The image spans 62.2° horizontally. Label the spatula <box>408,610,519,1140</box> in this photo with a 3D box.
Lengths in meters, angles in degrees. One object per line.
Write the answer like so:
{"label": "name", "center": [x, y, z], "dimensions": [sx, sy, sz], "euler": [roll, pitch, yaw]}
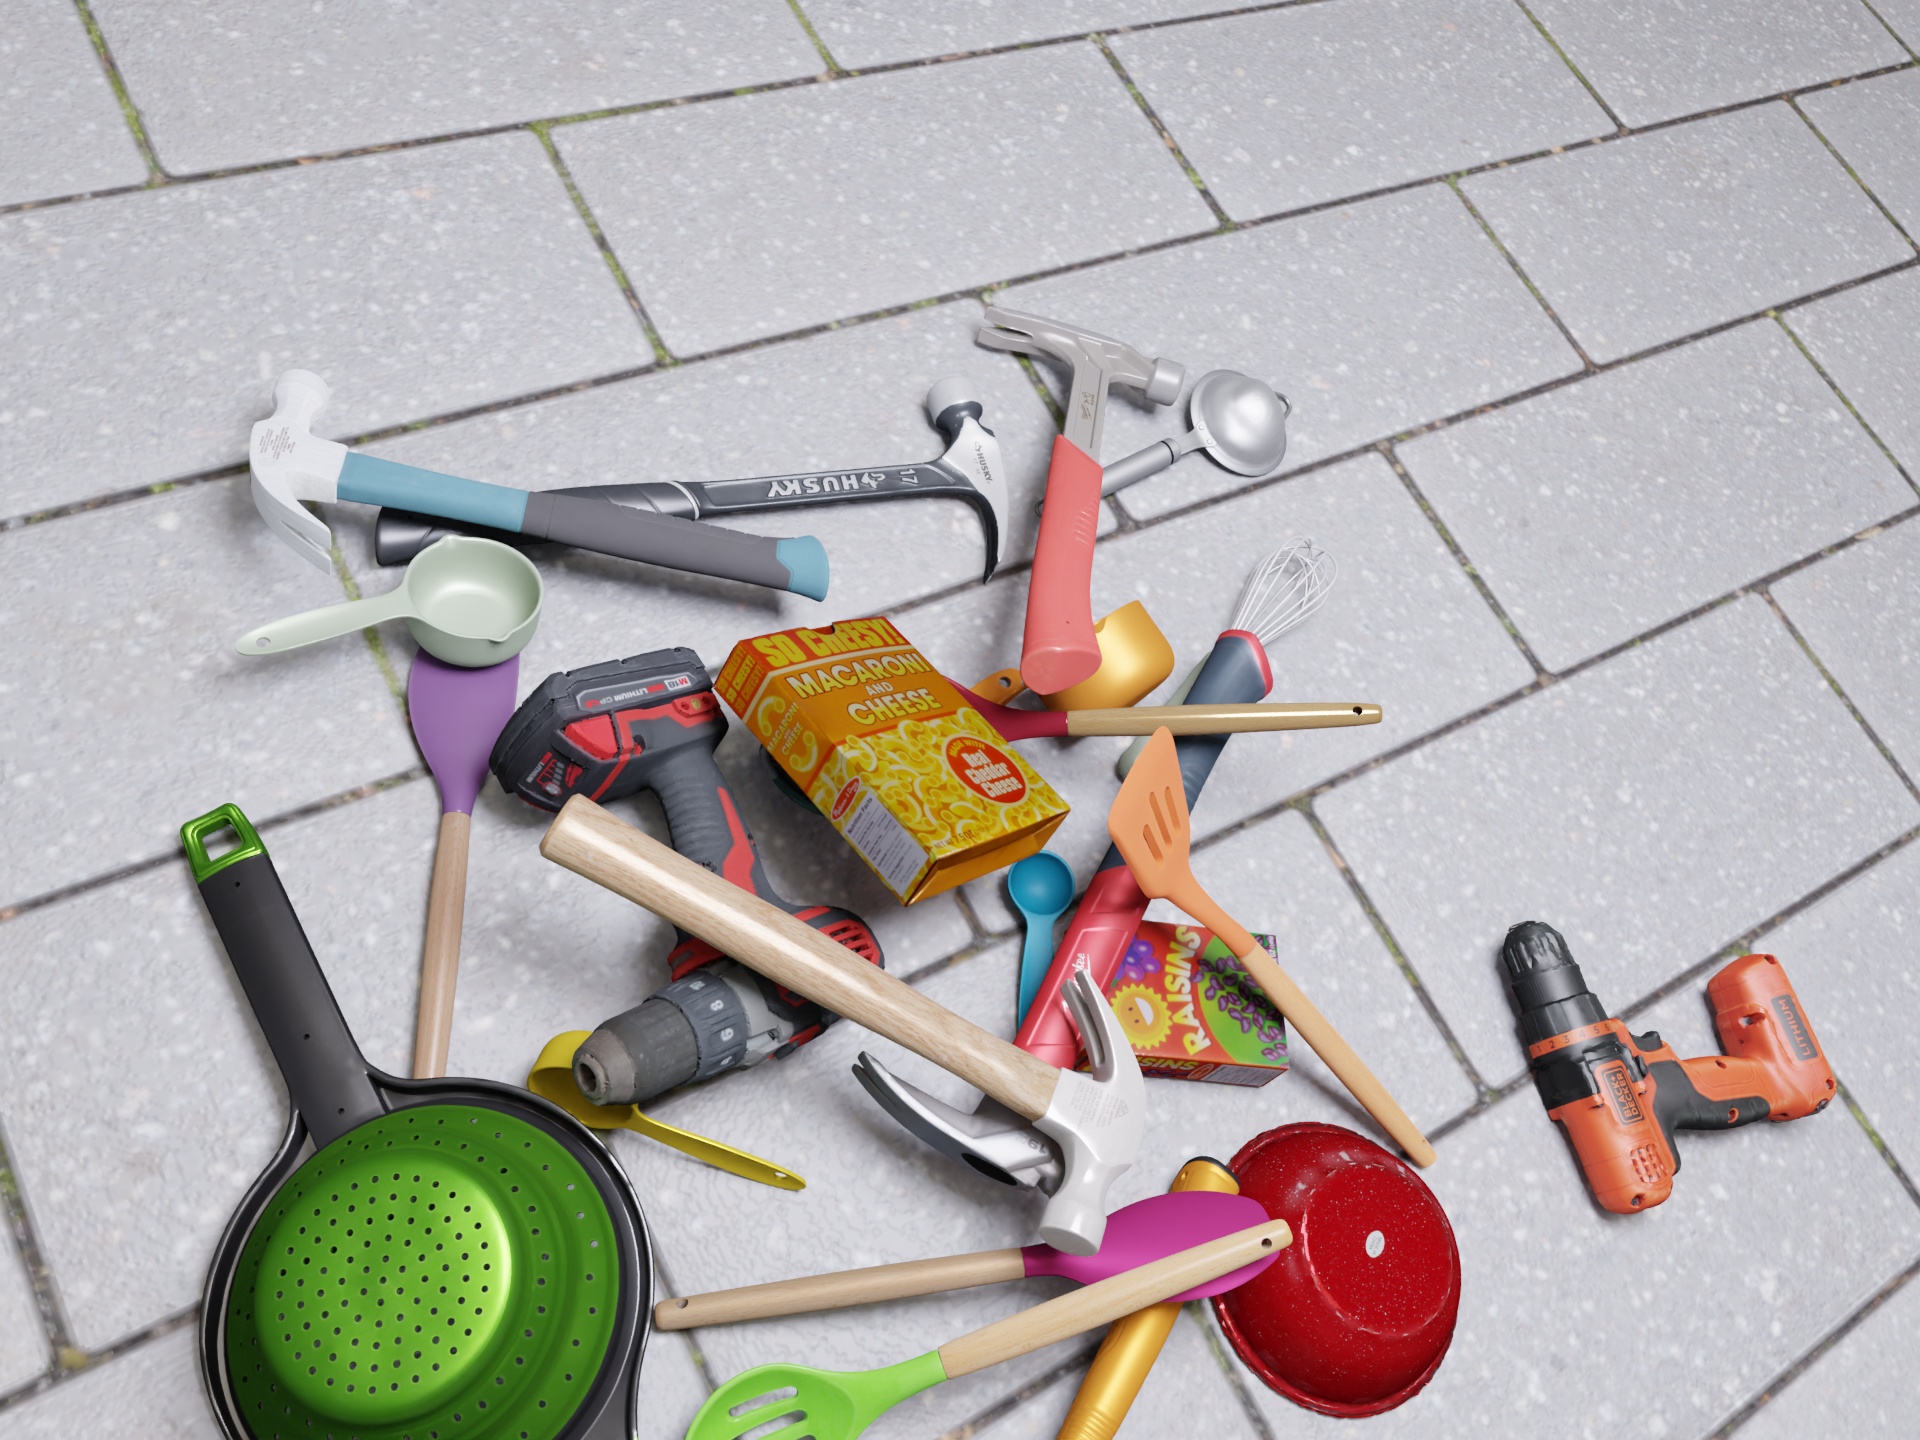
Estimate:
{"label": "spatula", "center": [-0.277, 0.075, 0.859], "dimensions": [0.059, 0.018, 0.316], "euler": [5, 60, -17]}

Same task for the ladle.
{"label": "ladle", "center": [0.089, 0.000, 0.941], "dimensions": [0.315, 0.031, 0.069], "euler": [-1, 74, 4]}

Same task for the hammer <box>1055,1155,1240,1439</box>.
{"label": "hammer", "center": [0.062, 0.351, 0.779], "dimensions": [0.034, 0.127, 0.337], "euler": [38, 52, 1]}

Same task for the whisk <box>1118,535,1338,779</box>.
{"label": "whisk", "center": [0.178, -0.043, 1.064], "dimensions": [0.059, 0.057, 0.246], "euler": [21, 54, 34]}

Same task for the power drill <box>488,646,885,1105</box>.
{"label": "power drill", "center": [-0.159, 0.083, 0.834], "dimensions": [0.188, 0.080, 0.227], "euler": [-18, 71, -49]}

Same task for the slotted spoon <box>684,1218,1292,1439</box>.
{"label": "slotted spoon", "center": [0.016, 0.306, 0.775], "dimensions": [0.313, 0.031, 0.070], "euler": [-20, 89, -5]}

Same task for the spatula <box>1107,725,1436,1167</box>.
{"label": "spatula", "center": [0.182, 0.144, 0.899], "dimensions": [0.322, 0.041, 0.081], "euler": [48, 50, -16]}

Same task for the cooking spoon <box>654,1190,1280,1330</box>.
{"label": "cooking spoon", "center": [0.006, 0.279, 0.808], "dimensions": [0.319, 0.017, 0.069], "euler": [-6, 32, -7]}

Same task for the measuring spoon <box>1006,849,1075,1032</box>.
{"label": "measuring spoon", "center": [0.043, 0.140, 0.937], "dimensions": [0.042, 0.021, 0.129], "euler": [8, 70, -11]}

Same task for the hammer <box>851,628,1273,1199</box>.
{"label": "hammer", "center": [0.083, 0.083, 0.919], "dimensions": [0.143, 0.038, 0.386], "euler": [29, 57, 2]}

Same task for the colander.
{"label": "colander", "center": [-0.287, 0.190, 0.734], "dimensions": [0.204, 0.094, 0.397], "euler": [-28, 70, -16]}

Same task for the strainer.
{"label": "strainer", "center": [0.156, -0.195, 1.138], "dimensions": [0.258, 0.050, 0.087], "euler": [-28, 86, -25]}

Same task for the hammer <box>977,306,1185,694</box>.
{"label": "hammer", "center": [0.063, -0.150, 1.016], "dimensions": [0.149, 0.036, 0.359], "euler": [15, 43, -3]}

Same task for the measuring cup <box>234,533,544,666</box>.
{"label": "measuring cup", "center": [-0.316, -0.052, 0.887], "dimensions": [0.167, 0.038, 0.083], "euler": [-19, 61, -30]}

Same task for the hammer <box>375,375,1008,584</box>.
{"label": "hammer", "center": [-0.156, -0.136, 1.004], "dimensions": [0.409, 0.036, 0.149], "euler": [-10, 68, -22]}

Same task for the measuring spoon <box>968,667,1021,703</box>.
{"label": "measuring spoon", "center": [-0.002, -0.003, 0.997], "dimensions": [0.117, 0.011, 0.021], "euler": [-36, 79, -30]}

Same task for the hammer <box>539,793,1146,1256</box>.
{"label": "hammer", "center": [-0.053, 0.129, 0.787], "dimensions": [0.331, 0.031, 0.130], "euler": [31, 54, -7]}

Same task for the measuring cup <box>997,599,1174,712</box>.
{"label": "measuring cup", "center": [0.059, -0.005, 0.989], "dimensions": [0.173, 0.095, 0.052], "euler": [-37, 84, -12]}

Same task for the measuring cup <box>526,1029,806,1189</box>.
{"label": "measuring cup", "center": [-0.147, 0.203, 0.823], "dimensions": [0.156, 0.062, 0.029], "euler": [28, 45, -16]}

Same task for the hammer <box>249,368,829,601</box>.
{"label": "hammer", "center": [-0.238, -0.119, 0.921], "dimensions": [0.331, 0.033, 0.128], "euler": [10, 49, -13]}
